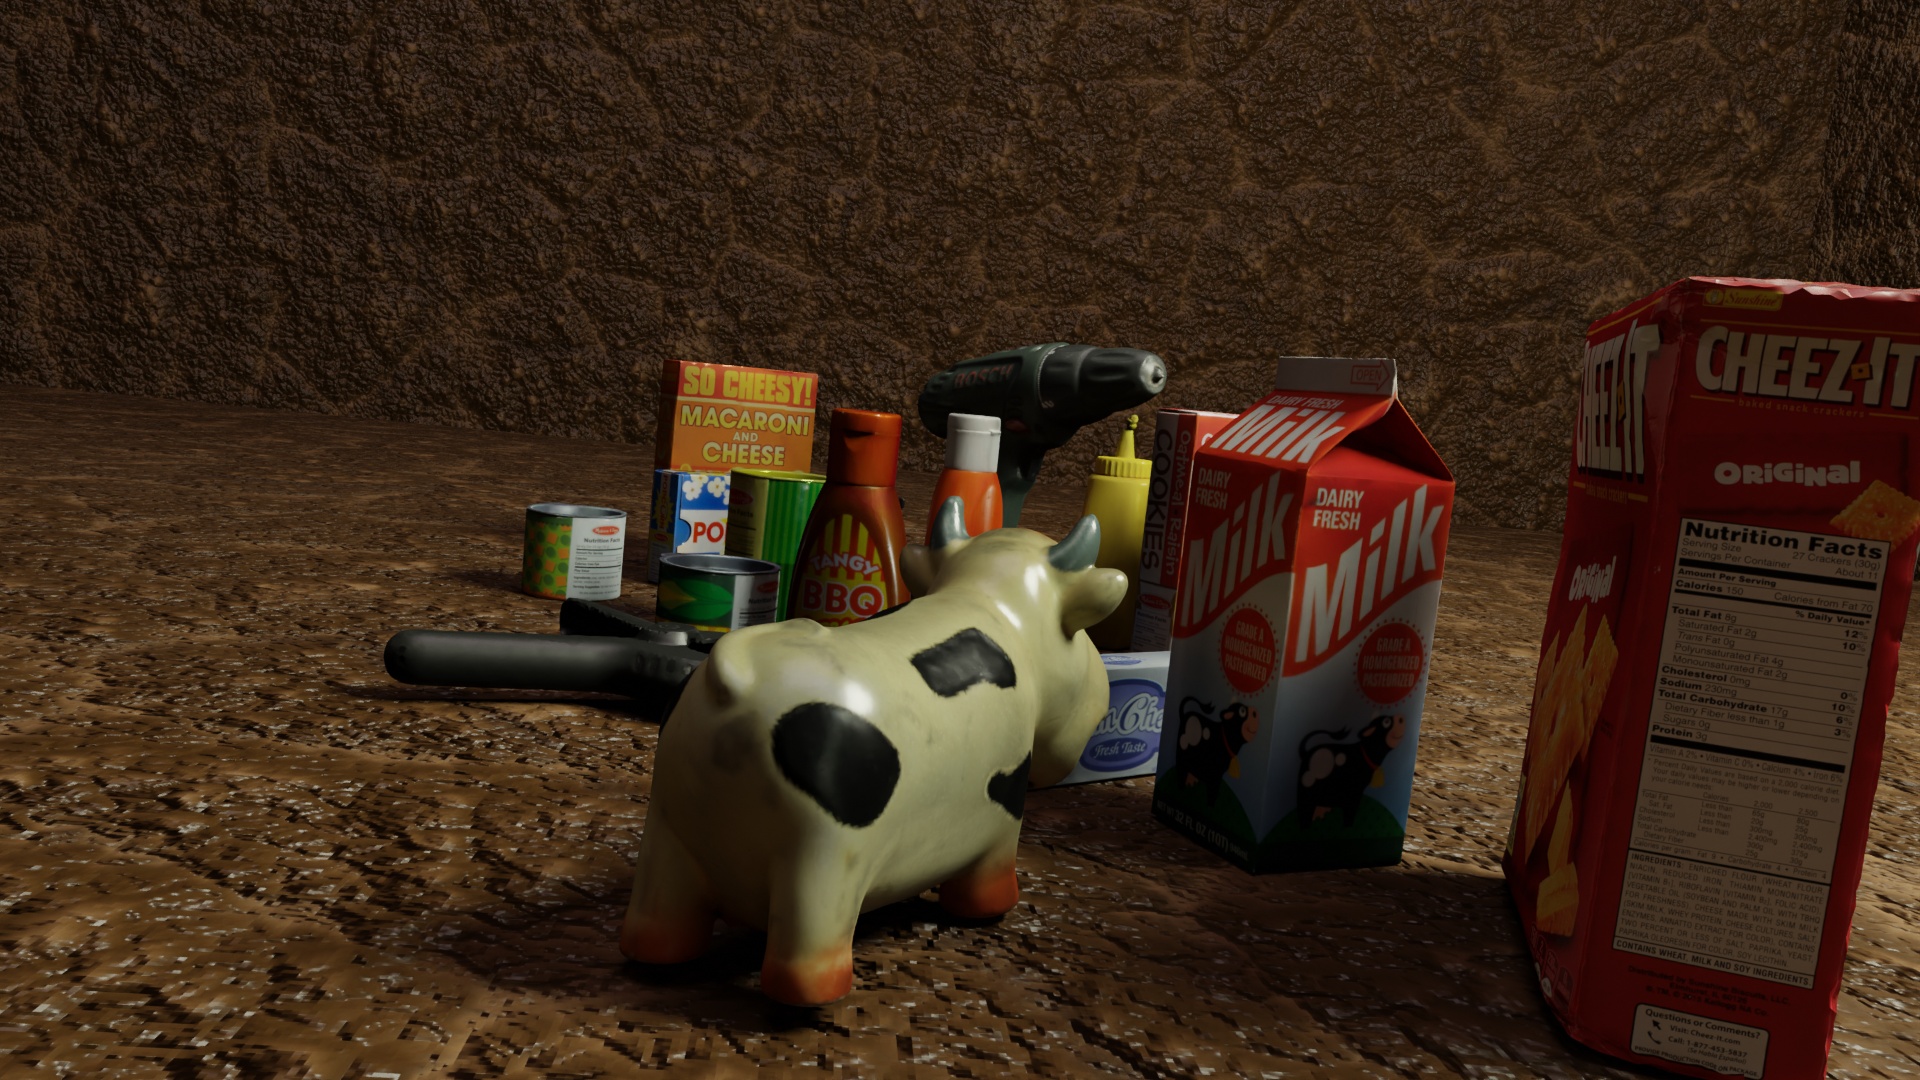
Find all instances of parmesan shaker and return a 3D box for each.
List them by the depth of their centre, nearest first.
[{"bbox_3d":[-0.113,0.010,0.853,0.071,0.103,0.071,6,6,0],"label":"parmesan shaker"}]

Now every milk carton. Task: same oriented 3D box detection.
[{"bbox_3d":[0.133,0.024,0.537,0.073,0.190,0.072,3,6,-25],"label":"milk carton"}]

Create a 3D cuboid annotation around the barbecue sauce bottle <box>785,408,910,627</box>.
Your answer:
[{"bbox_3d":[-0.056,0.006,0.725,0.065,0.148,0.044,7,5,9],"label":"barbecue sauce bottle"}]

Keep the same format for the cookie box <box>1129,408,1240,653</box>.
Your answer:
[{"bbox_3d":[0.169,0.005,0.864,0.123,0.167,0.040,2,7,-35],"label":"cookie box"}]

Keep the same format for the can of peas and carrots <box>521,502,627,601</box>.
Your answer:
[{"bbox_3d":[-0.264,0.007,0.944,0.071,0.058,0.071,6,6,0],"label":"can of peas and carrots"}]

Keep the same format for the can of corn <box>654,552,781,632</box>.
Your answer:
[{"bbox_3d":[-0.136,0.040,0.760,0.071,0.058,0.071,6,6,0],"label":"can of corn"}]

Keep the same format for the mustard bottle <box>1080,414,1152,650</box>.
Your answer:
[{"bbox_3d":[0.108,-0.007,0.958,0.049,0.160,0.065,8,6,23],"label":"mustard bottle"}]

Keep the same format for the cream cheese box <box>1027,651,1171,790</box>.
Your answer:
[{"bbox_3d":[0.063,0.078,0.615,0.104,0.053,0.024,1,7,-37],"label":"cream cheese box"}]

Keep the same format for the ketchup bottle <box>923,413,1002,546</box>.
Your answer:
[{"bbox_3d":[0.003,-0.012,0.955,0.043,0.148,0.065,10,7,34],"label":"ketchup bottle"}]

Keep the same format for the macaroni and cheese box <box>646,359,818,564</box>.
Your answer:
[{"bbox_3d":[-0.186,-0.059,1.130,0.124,0.166,0.040,2,6,-33],"label":"macaroni and cheese box"}]

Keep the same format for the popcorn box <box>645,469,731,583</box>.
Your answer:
[{"bbox_3d":[-0.174,-0.009,1.060,0.038,0.085,0.127,11,8,44],"label":"popcorn box"}]
